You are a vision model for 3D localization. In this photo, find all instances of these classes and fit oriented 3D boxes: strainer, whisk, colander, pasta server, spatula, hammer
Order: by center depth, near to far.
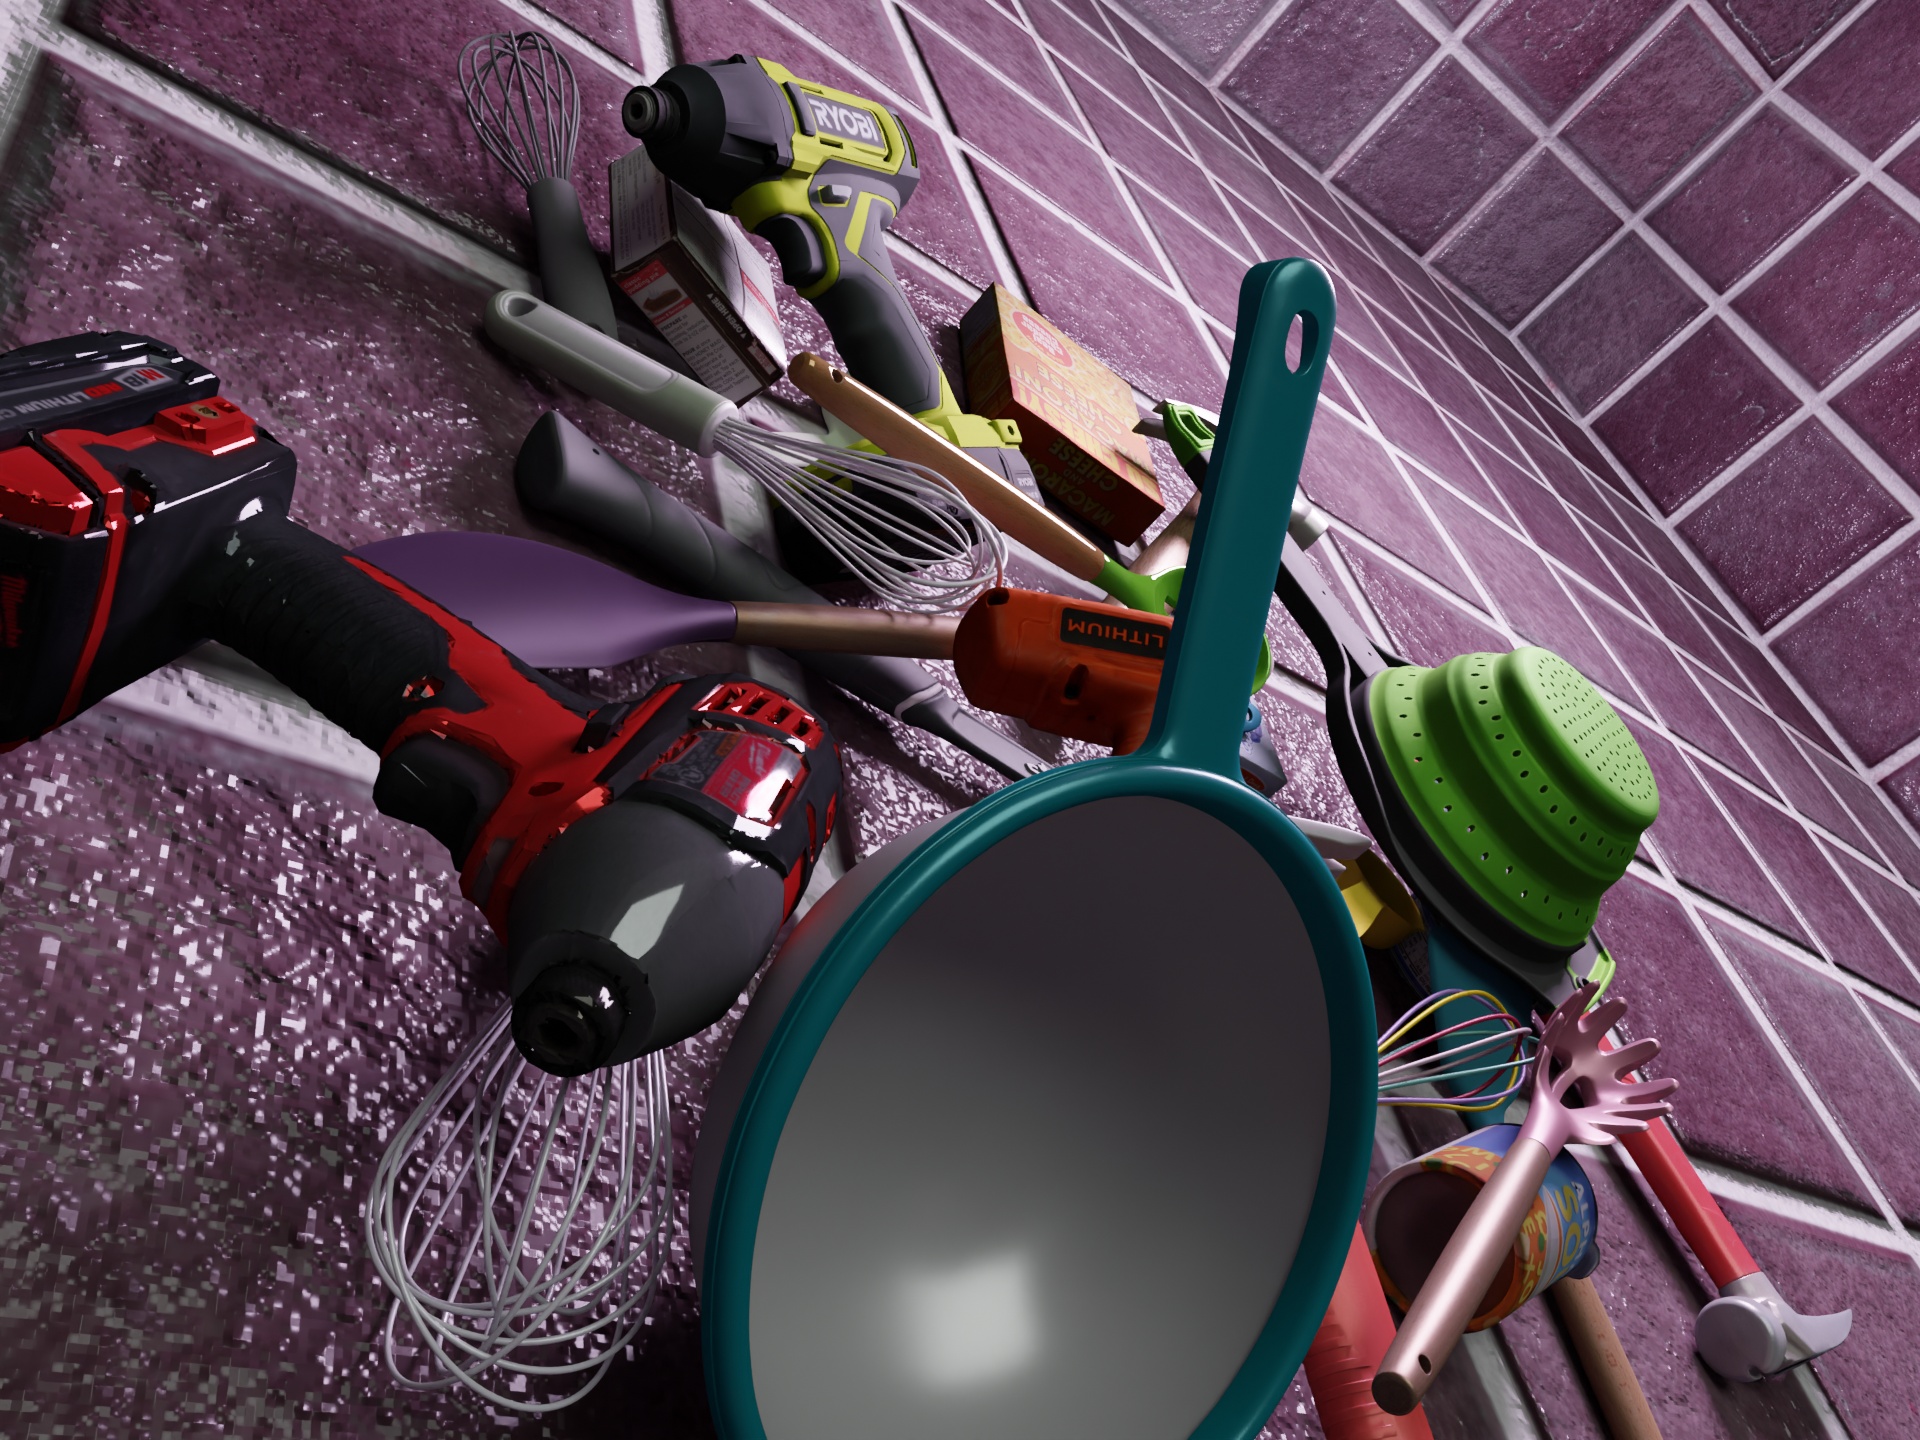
[{"bbox_3d":[0.023,0.046,0.418,0.210,0.340,0.095,16,-4,-39],"label":"strainer"},{"bbox_3d":[-0.097,0.059,0.436,0.070,0.070,0.285,35,25,-18],"label":"whisk"},{"bbox_3d":[0.130,0.184,0.540,0.149,0.036,0.359,7,50,-26],"label":"hammer"},{"bbox_3d":[0.206,0.164,0.575,0.060,0.040,0.316,55,30,13],"label":"pasta server"},{"bbox_3d":[-0.063,-0.036,0.585,0.315,0.018,0.060,3,51,-35],"label":"spatula"},{"bbox_3d":[-0.088,-0.110,0.621,0.246,0.059,0.058,30,53,14],"label":"whisk"},{"bbox_3d":[0.170,0.153,0.655,0.245,0.047,0.051,-3,18,-42],"label":"whisk"},{"bbox_3d":[-0.001,-0.002,0.666,0.408,0.036,0.149,33,29,-21],"label":"hammer"},{"bbox_3d":[0.274,0.235,0.704,0.082,0.044,0.318,23,36,-30],"label":"spatula"},{"bbox_3d":[-0.188,-0.237,0.722,0.055,0.055,0.239,14,45,-44],"label":"whisk"},{"bbox_3d":[0.250,-0.037,0.852,0.204,0.094,0.397,-16,68,-54],"label":"colander"},{"bbox_3d":[0.114,-0.089,0.877,0.130,0.031,0.331,46,38,-3],"label":"hammer"},{"bbox_3d":[0.352,0.174,0.898,0.143,0.038,0.387,15,40,-45],"label":"hammer"}]

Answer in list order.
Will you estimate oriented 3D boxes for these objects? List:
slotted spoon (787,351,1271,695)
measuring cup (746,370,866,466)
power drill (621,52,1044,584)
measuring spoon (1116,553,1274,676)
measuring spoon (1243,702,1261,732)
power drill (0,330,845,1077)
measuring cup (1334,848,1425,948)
[{"bbox_3d":[0.041,-0.079,0.690,0.313,0.031,0.070,27,53,-43],"label":"slotted spoon"},{"bbox_3d":[-0.050,-0.148,0.788,0.083,0.038,0.167,49,26,8],"label":"measuring cup"},{"bbox_3d":[-0.057,-0.179,0.705,0.171,0.080,0.223,-16,84,-57],"label":"power drill"},{"bbox_3d":[0.145,-0.067,0.964,0.124,0.018,0.034,36,29,-15],"label":"measuring spoon"},{"bbox_3d":[0.121,-0.009,0.790,0.128,0.021,0.042,6,70,-47],"label":"measuring spoon"},{"bbox_3d":[-0.139,0.000,0.367,0.219,0.078,0.143,27,22,-3],"label":"power drill"},{"bbox_3d":[0.188,0.096,0.778,0.062,0.029,0.156,52,24,13],"label":"measuring cup"}]
